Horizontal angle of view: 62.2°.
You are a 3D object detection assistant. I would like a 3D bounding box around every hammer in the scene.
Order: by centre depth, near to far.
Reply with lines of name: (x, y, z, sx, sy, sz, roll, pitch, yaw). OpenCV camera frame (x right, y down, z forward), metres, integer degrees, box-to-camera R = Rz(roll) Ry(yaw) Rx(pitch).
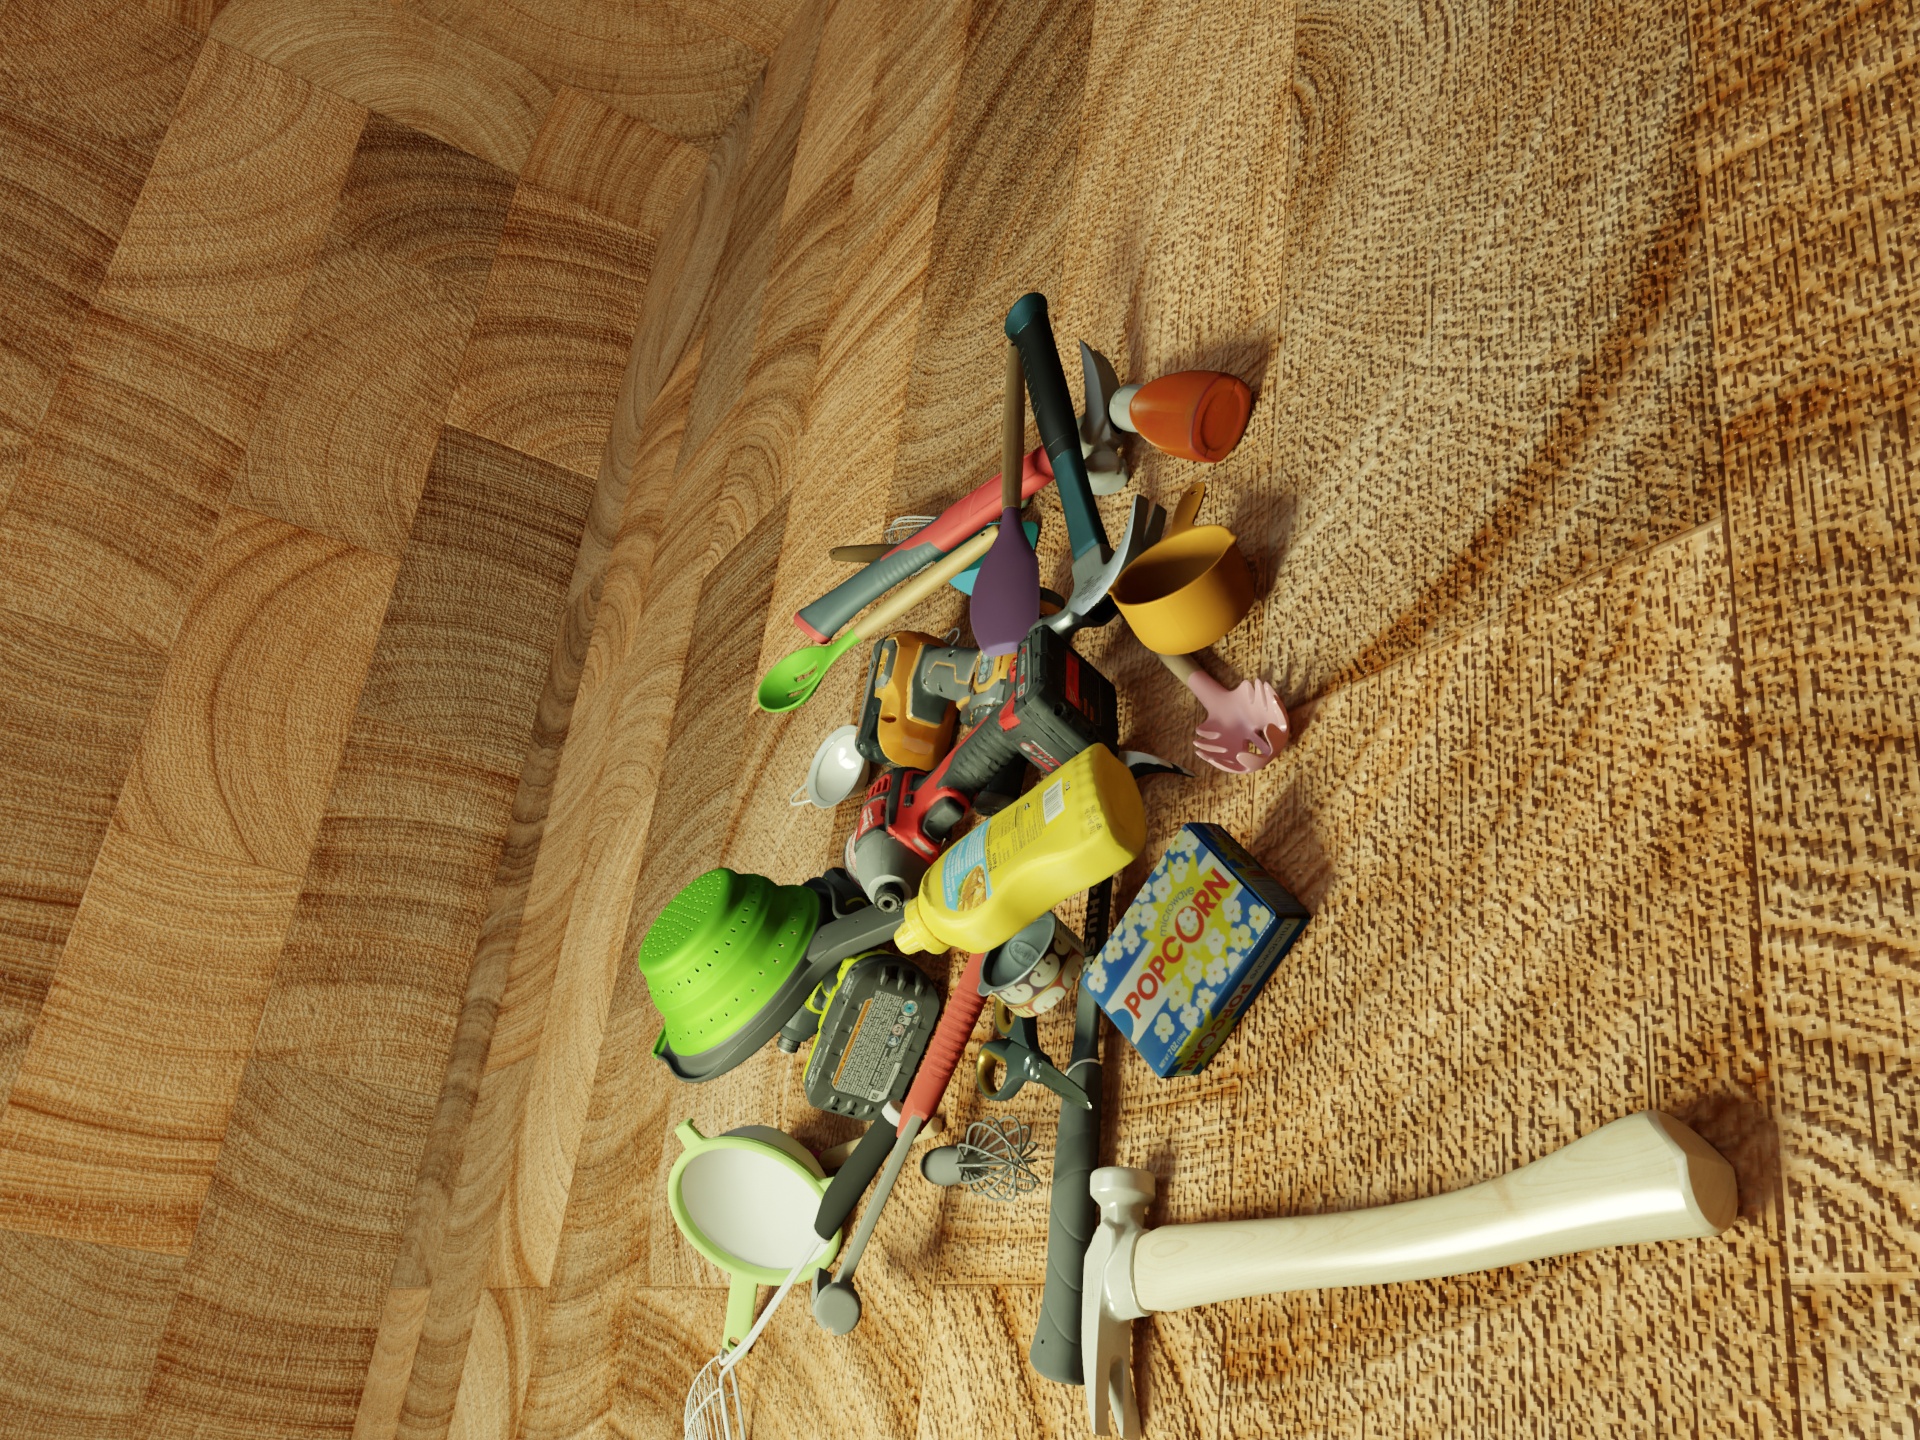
hammer: (0.186, 0.264, 0.767, 0.410, 0.038, 0.146, -36, 43, 52)
hammer: (0.085, 0.208, 1.026, 0.149, 0.036, 0.409, -31, 46, 54)
hammer: (-0.020, 0.258, 1.150, 0.149, 0.036, 0.359, 118, 176, -81)
hammer: (0.079, -0.212, 1.241, 0.128, 0.033, 0.331, -37, 47, 33)
hammer: (-0.011, -0.179, 1.389, 0.386, 0.038, 0.143, -29, 50, 37)

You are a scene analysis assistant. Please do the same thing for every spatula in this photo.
spatula: (0.040, -0.189, 1.285, 0.060, 0.018, 0.316, -10, 59, 23)
spatula: (-0.040, -0.151, 1.490, 0.318, 0.044, 0.082, 11, 84, 58)

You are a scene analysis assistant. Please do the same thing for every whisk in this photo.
whisk: (0.005, 0.297, 1.070, 0.239, 0.055, 0.055, 130, 152, -68)
whisk: (-0.007, -0.184, 1.502, 0.246, 0.058, 0.059, -13, 95, 59)

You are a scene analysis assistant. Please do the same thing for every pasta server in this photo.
pasta server: (0.146, -0.042, 1.076, 0.060, 0.040, 0.316, -46, 28, 8)

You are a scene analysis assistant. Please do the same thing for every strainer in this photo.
strainer: (-0.169, 0.432, 1.341, 0.069, 0.151, 0.256, -58, -18, -58)
strainer: (-0.073, 0.003, 1.505, 0.258, 0.050, 0.087, -49, 38, 30)

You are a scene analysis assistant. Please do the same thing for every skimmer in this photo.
skimmer: (-0.114, 0.459, 1.245, 0.363, 0.090, 0.127, -58, 17, 10)

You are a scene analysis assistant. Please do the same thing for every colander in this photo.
colander: (-0.141, 0.161, 1.273, 0.397, 0.094, 0.205, -27, 27, 37)

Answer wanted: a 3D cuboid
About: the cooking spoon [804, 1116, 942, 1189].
cooking spoon: (-0.099, 0.361, 1.318, 0.319, 0.017, 0.069, -35, 62, 52)

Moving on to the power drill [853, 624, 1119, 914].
power drill: (0.008, 0.045, 1.138, 0.219, 0.078, 0.143, -41, 20, 24)

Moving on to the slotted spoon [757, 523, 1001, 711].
slotted spoon: (-0.072, -0.087, 1.388, 0.313, 0.031, 0.070, -33, 39, 37)

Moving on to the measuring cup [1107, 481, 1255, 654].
measuring cup: (0.160, -0.106, 1.080, 0.095, 0.052, 0.174, -21, 25, 28)

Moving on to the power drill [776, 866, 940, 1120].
power drill: (-0.100, 0.238, 1.349, 0.171, 0.080, 0.223, -67, 20, 6)

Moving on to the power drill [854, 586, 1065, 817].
power drill: (-0.002, -0.004, 1.316, 0.226, 0.084, 0.185, -14, 62, 57)
